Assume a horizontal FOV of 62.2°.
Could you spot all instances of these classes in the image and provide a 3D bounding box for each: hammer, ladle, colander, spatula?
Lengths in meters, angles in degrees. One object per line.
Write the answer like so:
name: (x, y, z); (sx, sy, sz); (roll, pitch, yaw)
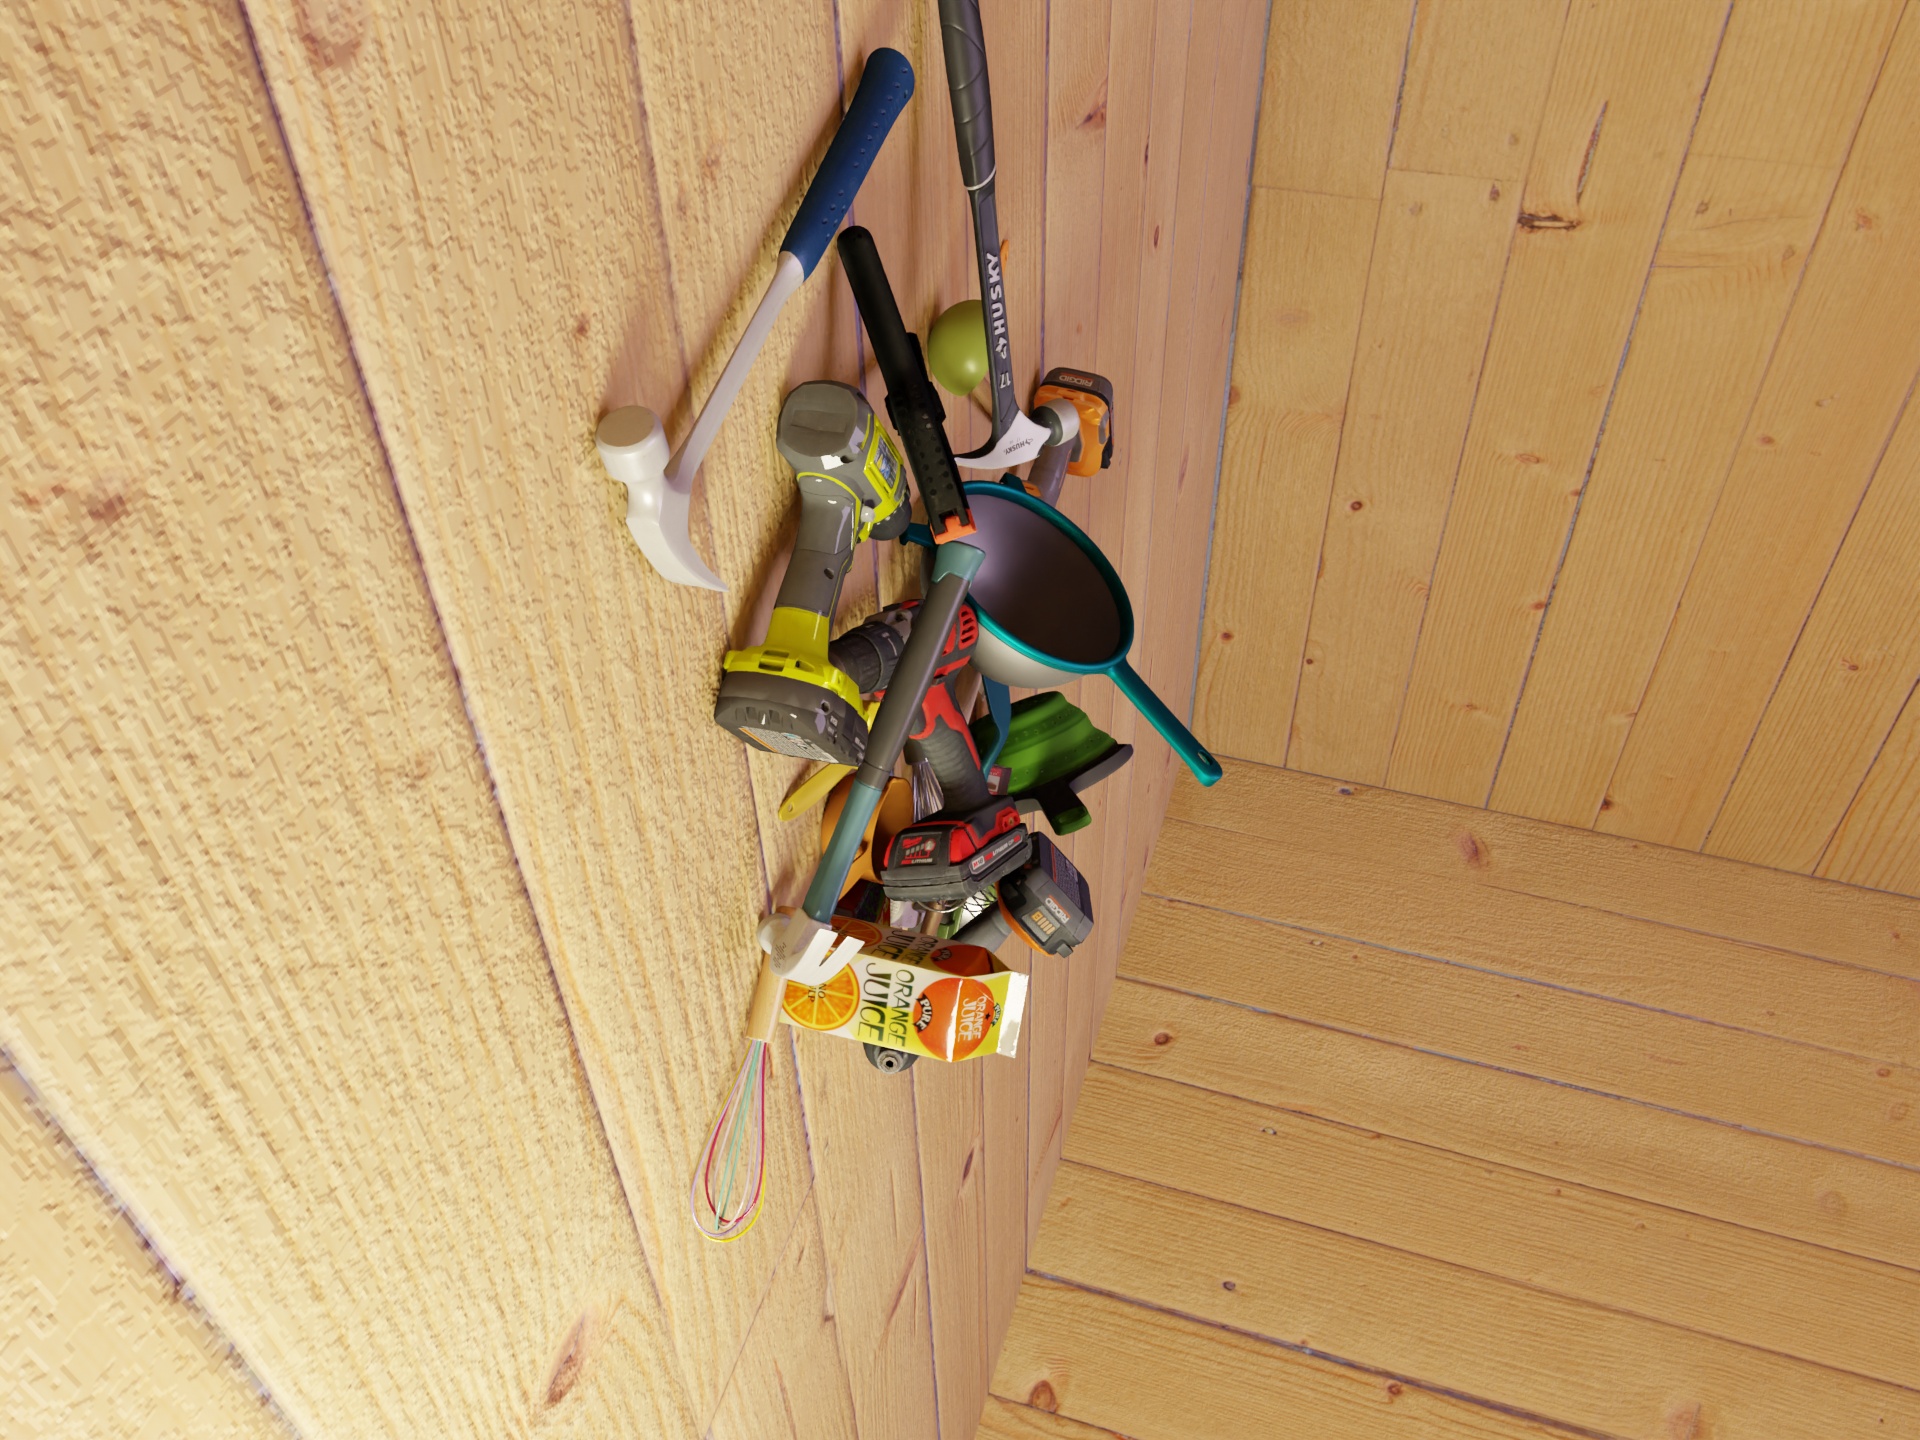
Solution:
hammer: (-0.002, -0.005, 1.501); (0.146, 0.038, 0.411); (38, 69, -77)
ladle: (0.026, -0.295, 1.401); (0.320, 0.062, 0.078); (13, 90, -79)
hammer: (-0.104, -0.254, 0.938); (0.144, 0.035, 0.406); (81, 24, -55)
colander: (0.077, 0.039, 1.606); (0.397, 0.204, 0.094); (-117, -175, -83)
hammer: (0.012, -0.379, 1.168); (0.149, 0.036, 0.408); (-32, 126, -37)
hammer: (-0.059, 0.030, 1.106); (0.331, 0.033, 0.128); (-68, -157, 5)
spatula: (0.000, 0.076, 1.482); (0.082, 0.044, 0.317); (-35, 145, -71)

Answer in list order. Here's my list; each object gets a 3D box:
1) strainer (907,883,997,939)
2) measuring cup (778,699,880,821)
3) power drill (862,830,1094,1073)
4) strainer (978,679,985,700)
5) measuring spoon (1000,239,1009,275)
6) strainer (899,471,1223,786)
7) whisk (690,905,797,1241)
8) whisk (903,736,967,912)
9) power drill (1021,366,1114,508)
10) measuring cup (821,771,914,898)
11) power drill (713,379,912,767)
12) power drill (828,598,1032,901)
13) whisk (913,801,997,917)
strainer: (0.000, 0.172, 1.656); (0.151, 0.069, 0.256); (85, 21, -44)
measuring cup: (-0.103, 0.033, 1.227); (0.156, 0.029, 0.062); (-42, 136, -48)
power drill: (0.005, 0.208, 1.356); (0.226, 0.084, 0.164); (-41, -170, 11)
strainer: (0.036, -0.082, 1.653); (0.258, 0.050, 0.087); (-55, 161, -72)
measuring spoon: (0.034, -0.380, 1.448); (0.021, 0.011, 0.117); (7, 95, -77)
strainer: (0.084, -0.055, 1.379); (0.095, 0.340, 0.211); (-46, 173, 38)
whisk: (-0.150, 0.259, 1.173); (0.051, 0.047, 0.245); (56, 44, -70)
whisk: (-0.033, 0.042, 1.337); (0.058, 0.059, 0.246); (-38, 118, -81)
power drill: (0.094, -0.235, 1.681); (0.185, 0.084, 0.226); (80, 30, -58)
measuring cup: (-0.094, 0.102, 1.255); (0.174, 0.052, 0.095); (-45, 142, -56)
power drill: (-0.086, -0.090, 1.068); (0.190, 0.080, 0.228); (50, 50, -73)
power drill: (-0.035, 0.024, 1.224); (0.188, 0.080, 0.226); (-25, 104, -54)
whisk: (-0.021, 0.111, 1.409); (0.238, 0.055, 0.055); (47, 51, -40)
